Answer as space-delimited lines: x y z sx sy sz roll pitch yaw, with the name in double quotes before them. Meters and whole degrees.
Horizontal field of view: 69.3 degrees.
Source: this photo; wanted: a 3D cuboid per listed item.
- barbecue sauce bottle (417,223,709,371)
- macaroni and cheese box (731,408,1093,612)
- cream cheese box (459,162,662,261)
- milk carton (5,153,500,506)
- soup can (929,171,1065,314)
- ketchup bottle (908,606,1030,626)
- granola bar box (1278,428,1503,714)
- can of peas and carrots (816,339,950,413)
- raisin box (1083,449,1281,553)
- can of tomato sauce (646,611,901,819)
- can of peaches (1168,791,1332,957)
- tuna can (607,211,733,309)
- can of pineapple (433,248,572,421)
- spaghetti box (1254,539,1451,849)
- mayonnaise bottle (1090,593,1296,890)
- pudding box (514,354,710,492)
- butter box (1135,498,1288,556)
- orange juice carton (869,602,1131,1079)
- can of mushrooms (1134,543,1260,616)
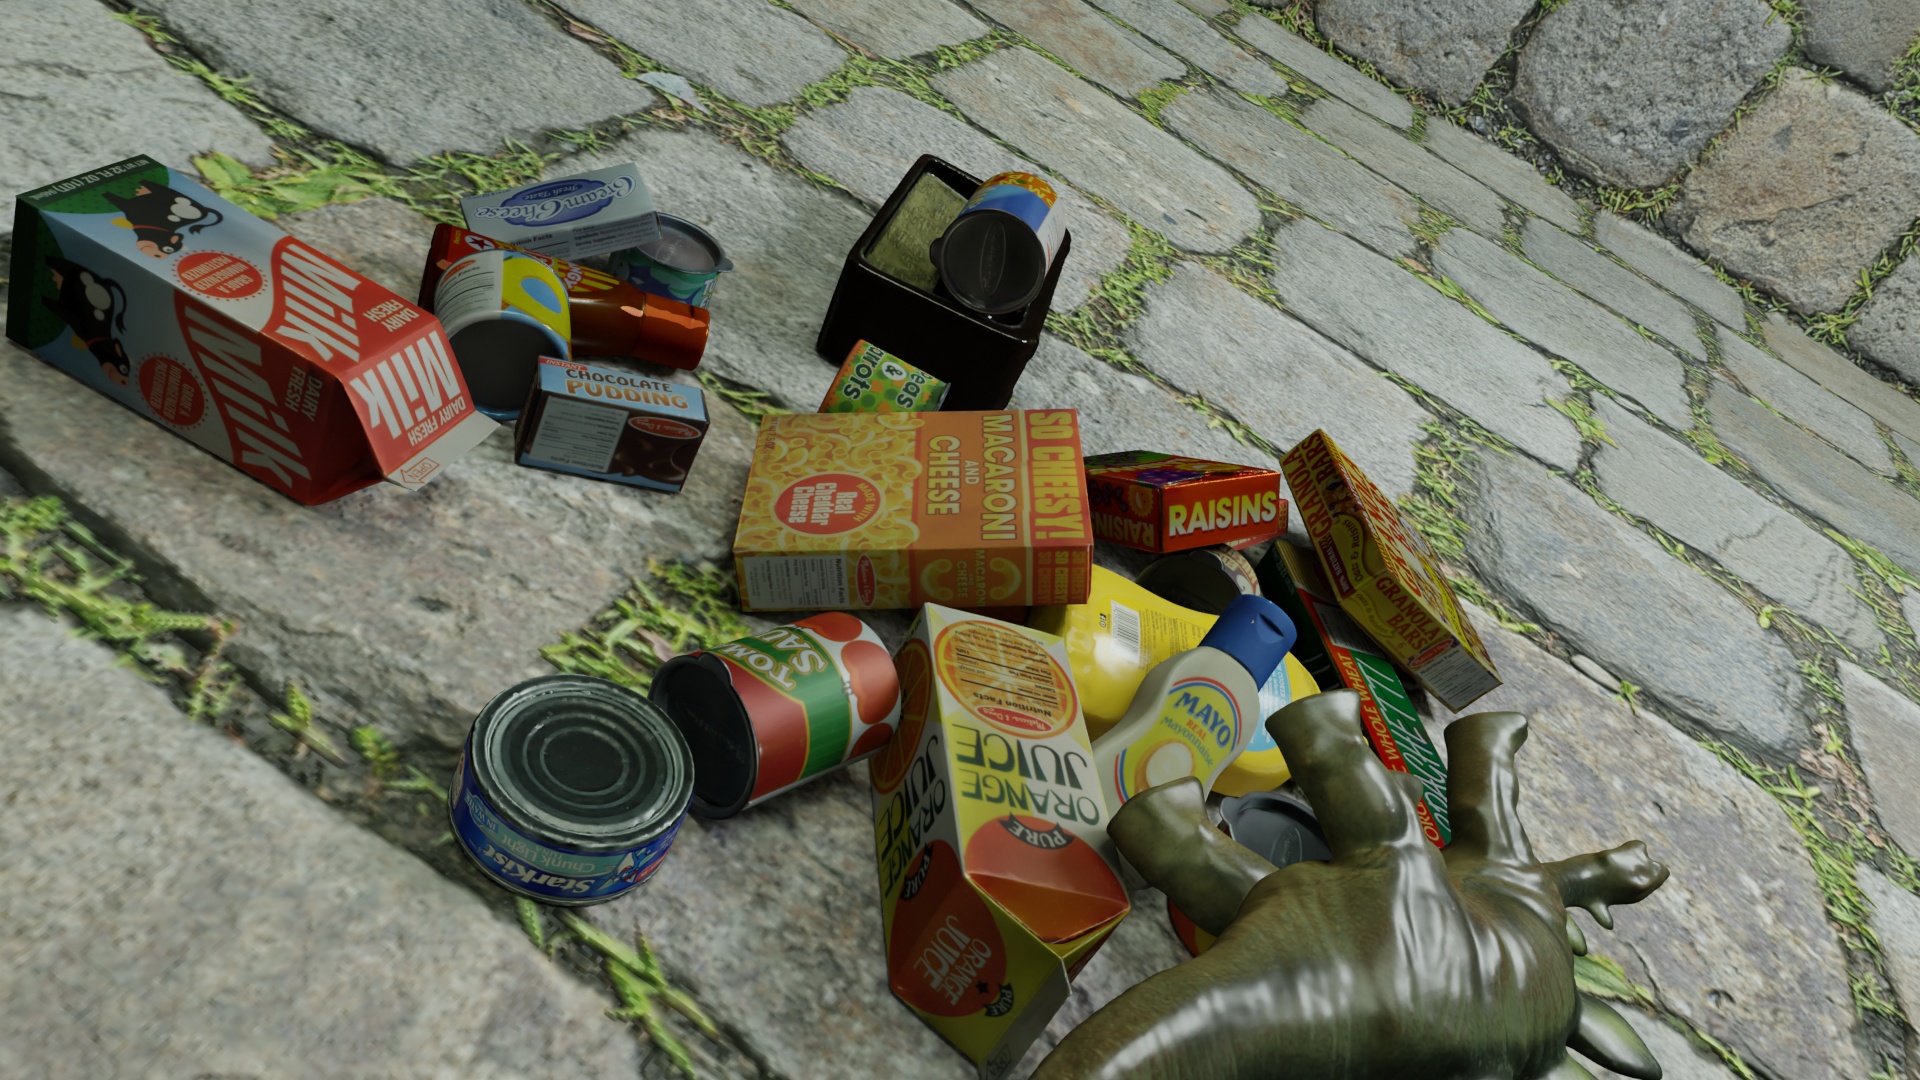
"barbecue sauce bottle" -0.213 -0.128 0.754 0.149 0.043 0.065 13 30 -24
"macaroni and cheese box" -0.021 -0.018 0.696 0.166 0.040 0.124 -1 37 1
"cream cheese box" -0.230 -0.185 0.801 0.104 0.024 0.053 -17 52 -17
"milk carton" -0.300 -0.082 0.600 0.190 0.073 0.073 29 33 -1
"soup can" 0.025 -0.187 0.862 0.071 0.071 0.084 28 33 -3
"ketchup bottle" 0.003 -0.010 0.758 0.065 0.043 0.149 13 35 -12
"granola bar box" 0.270 0.017 0.889 0.124 0.039 0.166 40 24 -24
"can of peas and carrots" -0.045 -0.073 0.783 0.059 0.070 0.071 27 33 -2
"raisin box" 0.109 -0.025 0.796 0.086 0.040 0.123 -8 13 -30
"can of tomato sauce" -0.075 0.068 0.571 0.083 0.070 0.071 -15 53 -48
"can of peaches" 0.133 0.155 0.622 0.071 0.057 0.071 19 35 -14
"tuna can" -0.177 -0.168 0.845 0.071 0.032 0.071 20 34 -14
"can of pineapple" -0.226 -0.100 0.689 0.071 0.070 0.058 11 38 -26
"spaghetti box" 0.233 0.093 0.808 0.050 0.028 0.251 15 35 -21
"mayonnaise bottle" 0.103 0.087 0.645 0.065 0.041 0.149 43 65 -2
"pudding box" -0.172 -0.056 0.683 0.084 0.049 0.030 10 39 -26
"butter box" 0.159 -0.010 0.873 0.053 0.024 0.104 7 15 41
"orange juice carton" 0.013 0.120 0.565 0.073 0.071 0.193 16 35 -20
"can of mushrooms" 0.133 0.031 0.777 0.071 0.070 0.033 37 32 11
